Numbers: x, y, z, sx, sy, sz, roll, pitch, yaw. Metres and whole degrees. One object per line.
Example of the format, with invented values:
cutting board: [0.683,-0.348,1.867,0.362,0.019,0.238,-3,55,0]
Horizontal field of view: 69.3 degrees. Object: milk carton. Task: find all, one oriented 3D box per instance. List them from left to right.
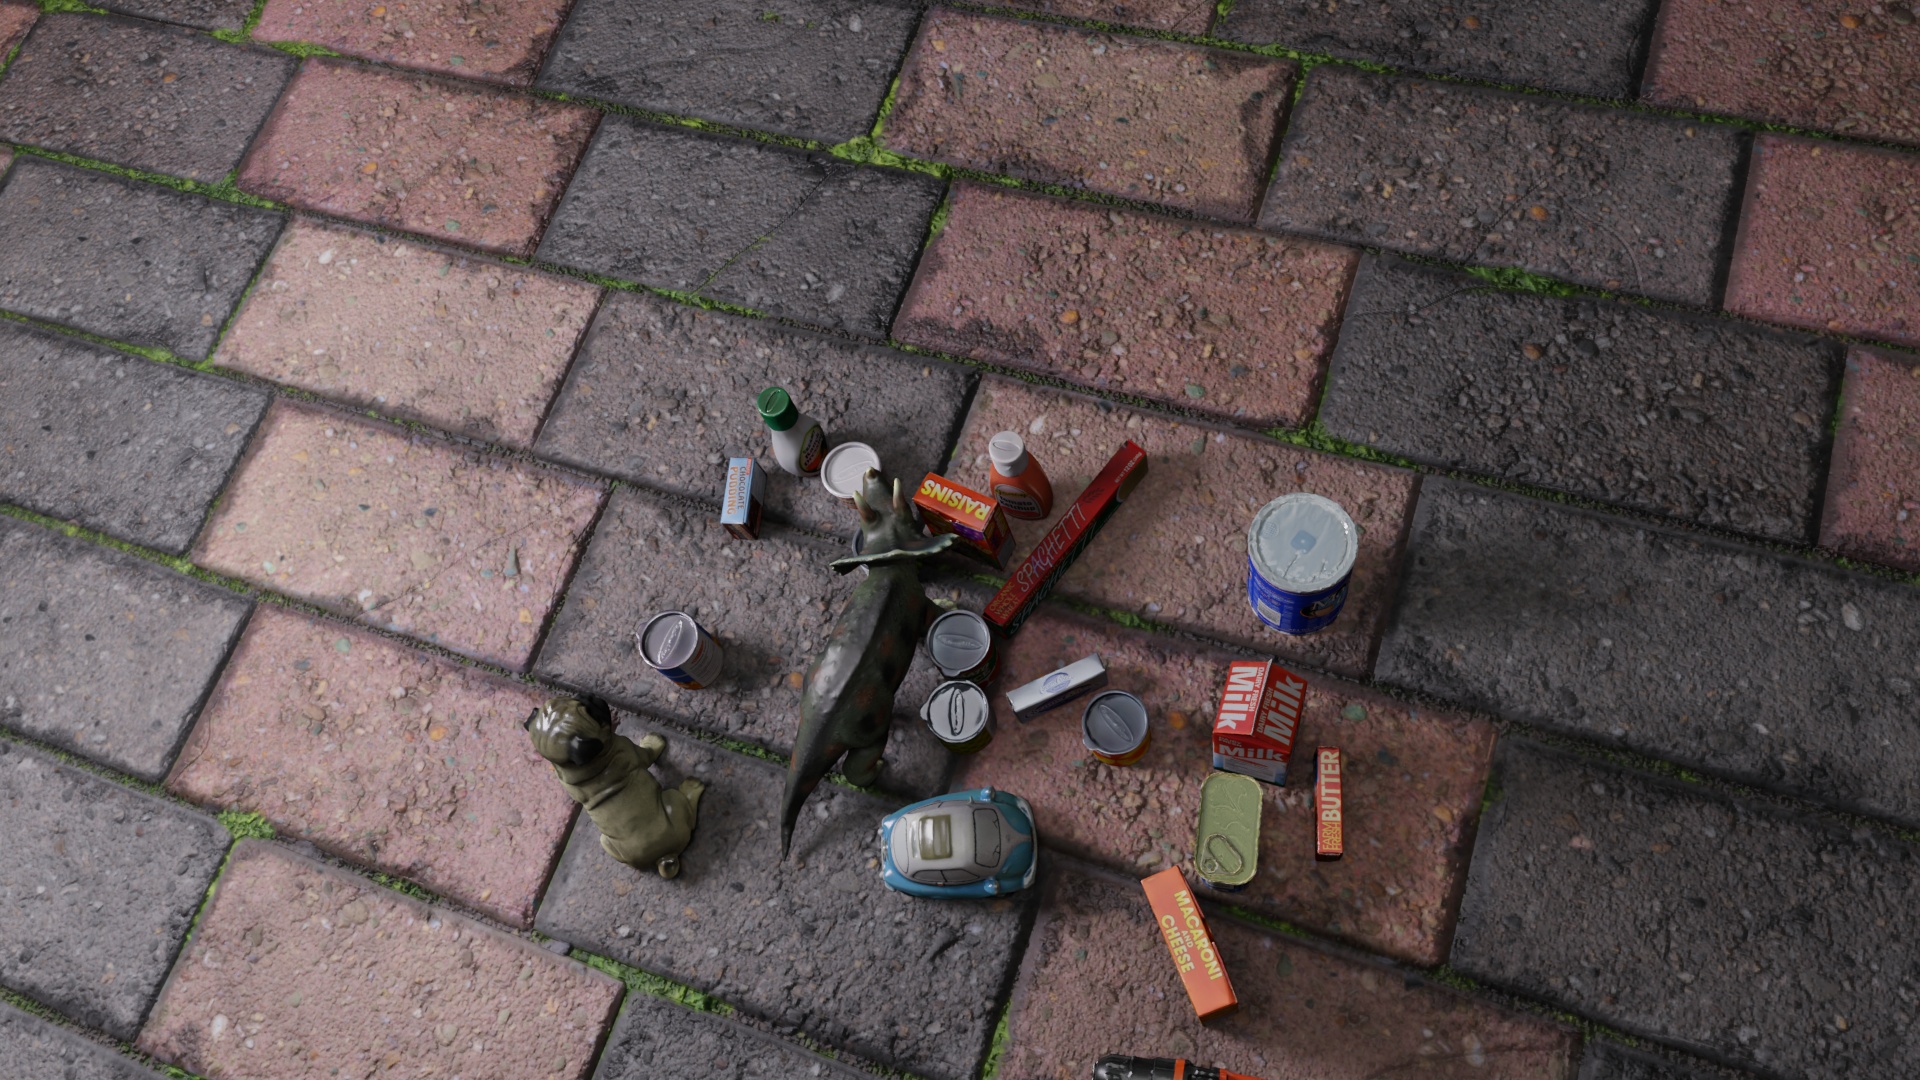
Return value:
milk carton: [0.280,0.170,1.304,0.073,0.190,0.072,13,72,16]

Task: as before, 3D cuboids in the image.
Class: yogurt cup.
yogurt cup: [-0.116,-0.069,1.551,0.072,0.053,0.072,-4,68,9]

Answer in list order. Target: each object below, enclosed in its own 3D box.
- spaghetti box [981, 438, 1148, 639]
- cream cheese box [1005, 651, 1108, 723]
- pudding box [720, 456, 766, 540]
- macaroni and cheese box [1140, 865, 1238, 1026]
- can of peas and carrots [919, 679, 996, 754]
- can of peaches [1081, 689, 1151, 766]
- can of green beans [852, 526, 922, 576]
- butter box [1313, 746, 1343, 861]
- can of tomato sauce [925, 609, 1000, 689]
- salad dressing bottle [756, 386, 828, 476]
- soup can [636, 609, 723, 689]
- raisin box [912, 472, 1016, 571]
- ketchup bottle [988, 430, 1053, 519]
spaghetti box: [0.114,0.000,1.482,0.029,0.050,0.250,36,78,21]
cream cheese box: [0.100,0.151,1.420,0.104,0.053,0.024,-25,66,0]
pudding box: [-0.244,-0.048,1.569,0.030,0.049,0.084,0,68,11]
macaroni and cheese box: [0.208,0.367,1.250,0.040,0.166,0.124,-23,66,1]
can of peas and carrots: [-0.001,0.182,1.424,0.071,0.058,0.071,-4,68,9]
can of peaches: [0.155,0.190,1.392,0.071,0.058,0.071,-4,68,9]
can of green beans: [-0.078,0.013,1.508,0.071,0.057,0.071,-4,68,9]
butter box: [0.352,0.253,1.331,0.024,0.053,0.104,0,68,11]
can of tomato sauce: [0.004,0.118,1.436,0.071,0.083,0.071,-4,68,9]
salad dressing bottle: [-0.186,-0.120,1.534,0.044,0.147,0.064,20,74,18]
soup can: [-0.301,0.117,1.493,0.071,0.083,0.071,-4,68,9]
raisin box: [0.005,-0.018,1.469,0.086,0.123,0.040,25,75,19]
ketchup bottle: [0.059,-0.069,1.466,0.065,0.148,0.043,12,71,15]
